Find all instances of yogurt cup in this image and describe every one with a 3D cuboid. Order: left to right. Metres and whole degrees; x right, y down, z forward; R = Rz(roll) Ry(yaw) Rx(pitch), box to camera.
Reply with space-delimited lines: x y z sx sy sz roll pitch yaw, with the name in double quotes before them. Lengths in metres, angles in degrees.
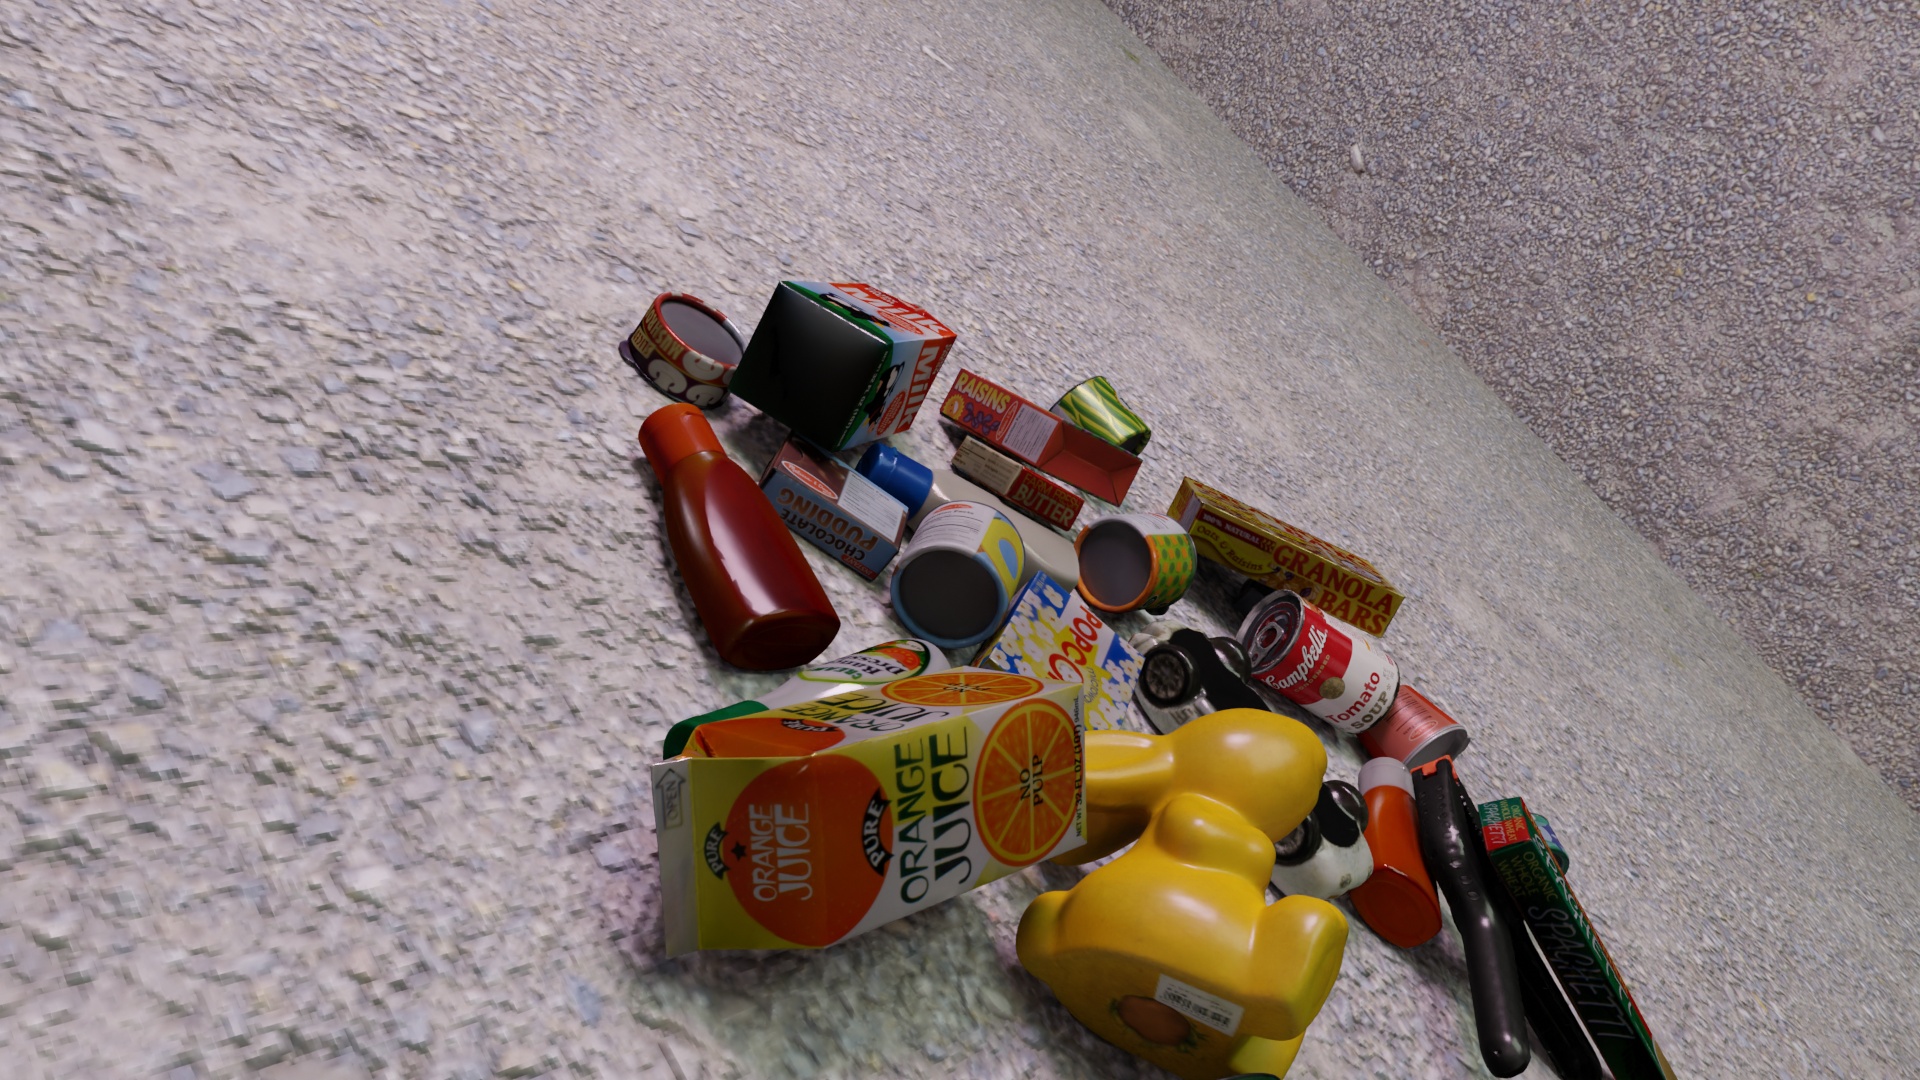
"yogurt cup" 0.329 0.144 1.024 0.072 0.072 0.054 11 31 -45

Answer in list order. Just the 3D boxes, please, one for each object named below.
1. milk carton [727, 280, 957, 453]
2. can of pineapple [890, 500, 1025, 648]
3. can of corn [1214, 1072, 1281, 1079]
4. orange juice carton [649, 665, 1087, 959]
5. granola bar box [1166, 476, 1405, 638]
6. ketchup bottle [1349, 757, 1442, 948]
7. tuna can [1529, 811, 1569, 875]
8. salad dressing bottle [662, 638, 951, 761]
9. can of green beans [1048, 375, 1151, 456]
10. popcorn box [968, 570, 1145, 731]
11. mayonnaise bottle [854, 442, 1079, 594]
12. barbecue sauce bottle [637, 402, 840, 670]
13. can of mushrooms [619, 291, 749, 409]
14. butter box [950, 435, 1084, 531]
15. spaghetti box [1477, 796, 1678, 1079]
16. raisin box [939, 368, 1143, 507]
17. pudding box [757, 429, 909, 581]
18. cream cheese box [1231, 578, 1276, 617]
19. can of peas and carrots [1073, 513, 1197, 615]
"milk carton" -0.061 -0.110 0.849 0.073 0.072 0.191 31 15 8
"can of pineapple" 0.000 0.020 0.772 0.071 0.070 0.058 38 27 -6
"can of corn" 0.113 0.257 0.560 0.071 0.071 0.058 19 35 -37
"orange juice carton" -0.037 0.102 0.546 0.193 0.073 0.071 -8 98 -45
"granola bar box" 0.244 0.010 1.067 0.165 0.039 0.124 25 12 -2
"ketchup bottle" 0.279 0.194 0.902 0.064 0.043 0.149 48 25 -8
"tuna can" 0.392 0.226 0.980 0.071 0.070 0.033 25 31 -29
"salad dressing bottle" -0.063 0.079 0.614 0.064 0.044 0.148 7 13 36
"can of green beans" 0.103 -0.083 1.061 0.058 0.071 0.071 51 28 18
"popcorn box" 0.052 0.077 0.784 0.085 0.038 0.127 41 27 -2
"mayonnaise bottle" 0.003 -0.011 0.851 0.148 0.041 0.065 28 22 -22
"barbecue sauce bottle" -0.116 -0.006 0.683 0.065 0.043 0.149 8 41 -48
"can of mushrooms" -0.157 -0.110 0.797 0.071 0.033 0.071 32 28 -19
"butter box" 0.036 -0.038 0.909 0.053 0.024 0.103 28 4 -25
"spaghetti box" 0.388 0.269 0.859 0.249 0.028 0.050 58 23 -13
"raisin box" 0.054 -0.072 0.960 0.086 0.040 0.123 21 9 -40
"pudding box" -0.072 -0.020 0.777 0.083 0.030 0.050 34 28 -13
"cream cheese box" 0.262 0.070 1.087 0.104 0.024 0.053 44 27 5
"can of peas and carrots" 0.116 0.017 0.932 0.059 0.070 0.071 -2 49 -54
